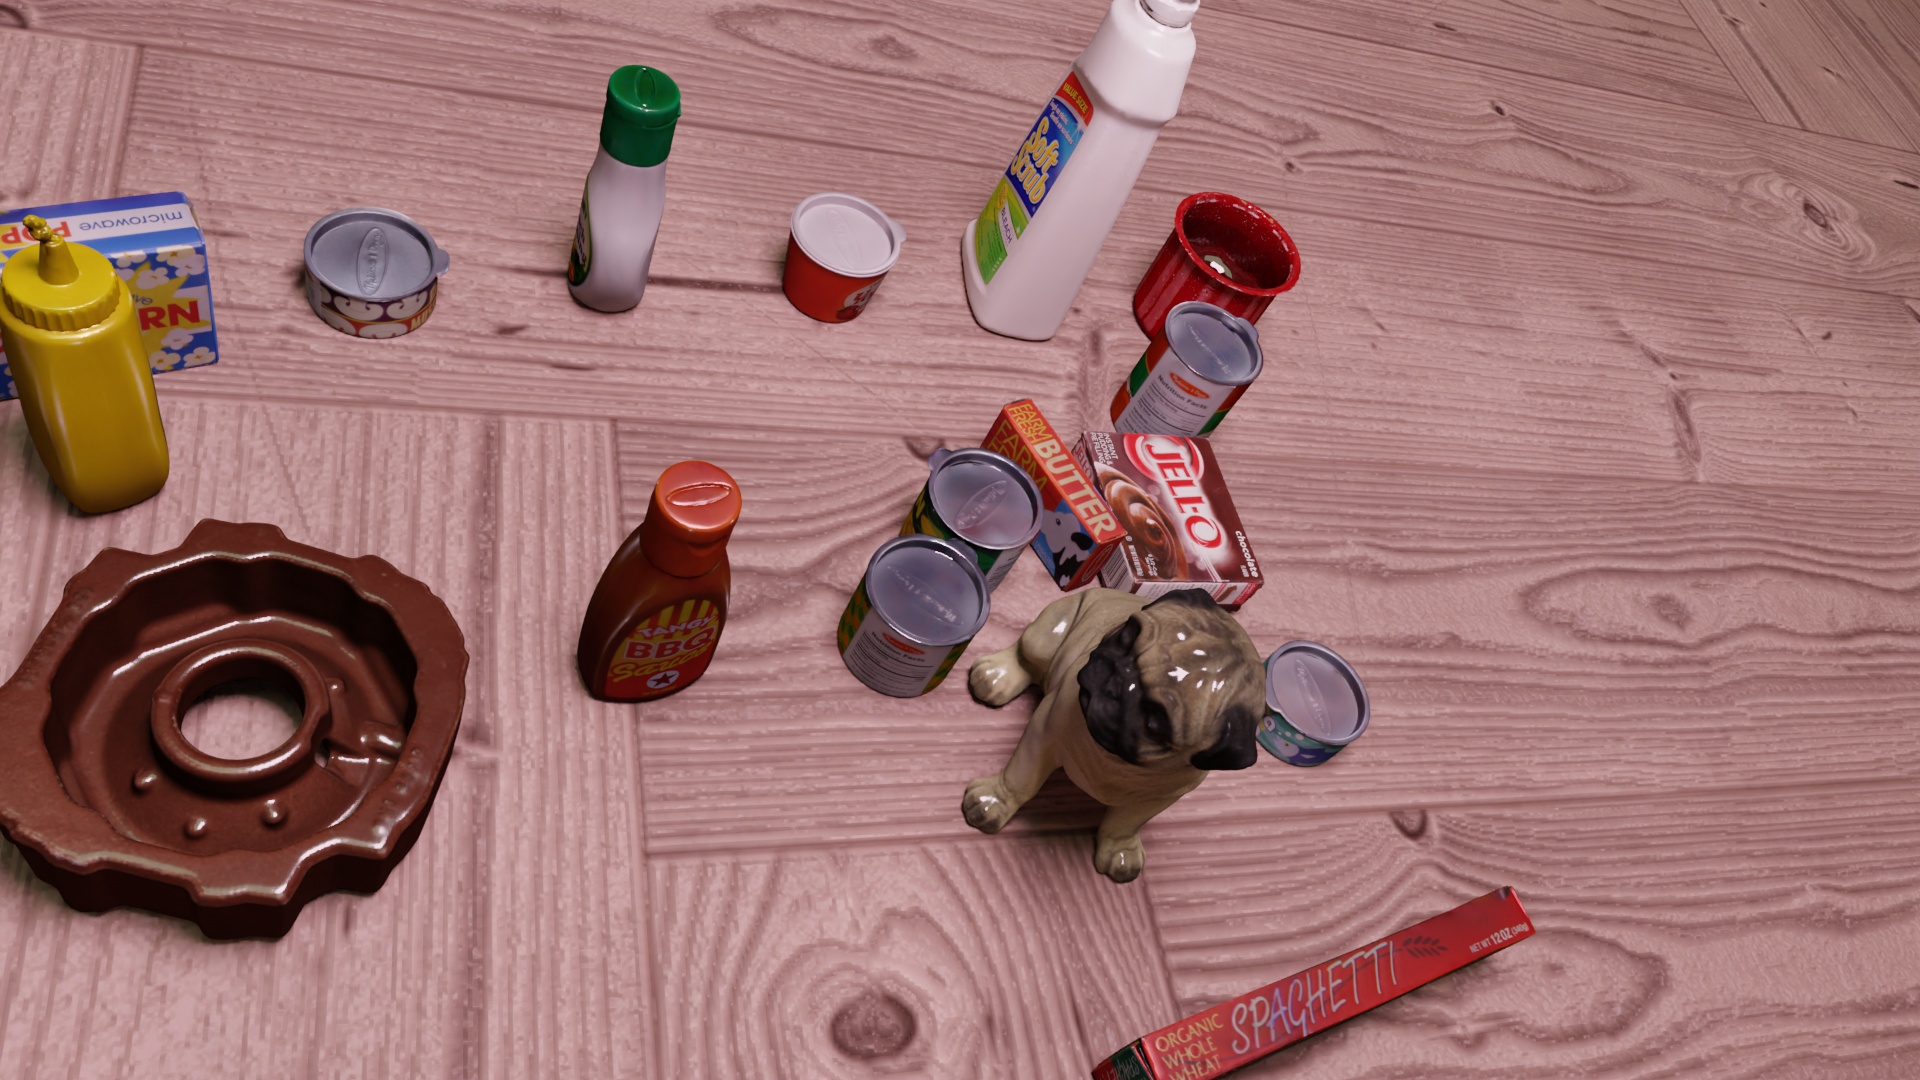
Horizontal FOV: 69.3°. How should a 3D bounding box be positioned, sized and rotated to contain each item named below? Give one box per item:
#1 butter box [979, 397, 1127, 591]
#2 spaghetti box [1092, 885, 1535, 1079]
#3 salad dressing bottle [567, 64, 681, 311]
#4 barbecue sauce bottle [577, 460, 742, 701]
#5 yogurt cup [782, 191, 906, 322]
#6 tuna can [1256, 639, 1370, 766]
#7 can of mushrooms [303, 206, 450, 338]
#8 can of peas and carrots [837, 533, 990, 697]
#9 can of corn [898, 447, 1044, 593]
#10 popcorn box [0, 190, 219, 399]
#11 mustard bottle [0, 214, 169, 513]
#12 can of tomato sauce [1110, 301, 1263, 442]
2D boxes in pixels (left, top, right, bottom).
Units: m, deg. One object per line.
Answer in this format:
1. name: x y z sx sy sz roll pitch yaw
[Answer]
1. butter box: 0.050 -0.027 0.802 0.024 0.052 0.104 -20 66 -33
2. spaghetti box: 0.179 0.223 0.681 0.251 0.050 0.029 -10 62 -29
3. salad dressing bottle: -0.183 -0.189 0.755 0.044 0.146 0.064 5 55 -21
4. barbecue sauce bottle: -0.132 0.020 0.626 0.065 0.147 0.044 -11 62 -29
5. yogurt cup: -0.076 -0.171 0.849 0.072 0.053 0.073 12 53 -16
6. tuna can: 0.194 0.093 0.792 0.071 0.032 0.071 12 53 -16
7. can of mushrooms: -0.310 -0.142 0.739 0.071 0.033 0.071 12 53 -16
8. can of peas and carrots: -0.024 0.038 0.720 0.071 0.058 0.071 12 53 -16
9. can of corn: 0.003 -0.010 0.766 0.071 0.058 0.071 12 53 -16
10. popcorn box: -0.415 -0.110 0.637 0.127 0.084 0.038 -18 65 -32
11. mustard bottle: -0.370 -0.077 0.584 0.049 0.159 0.065 -27 70 -36
12. can of tomato sauce: 0.142 -0.099 0.875 0.071 0.082 0.071 12 53 -16
